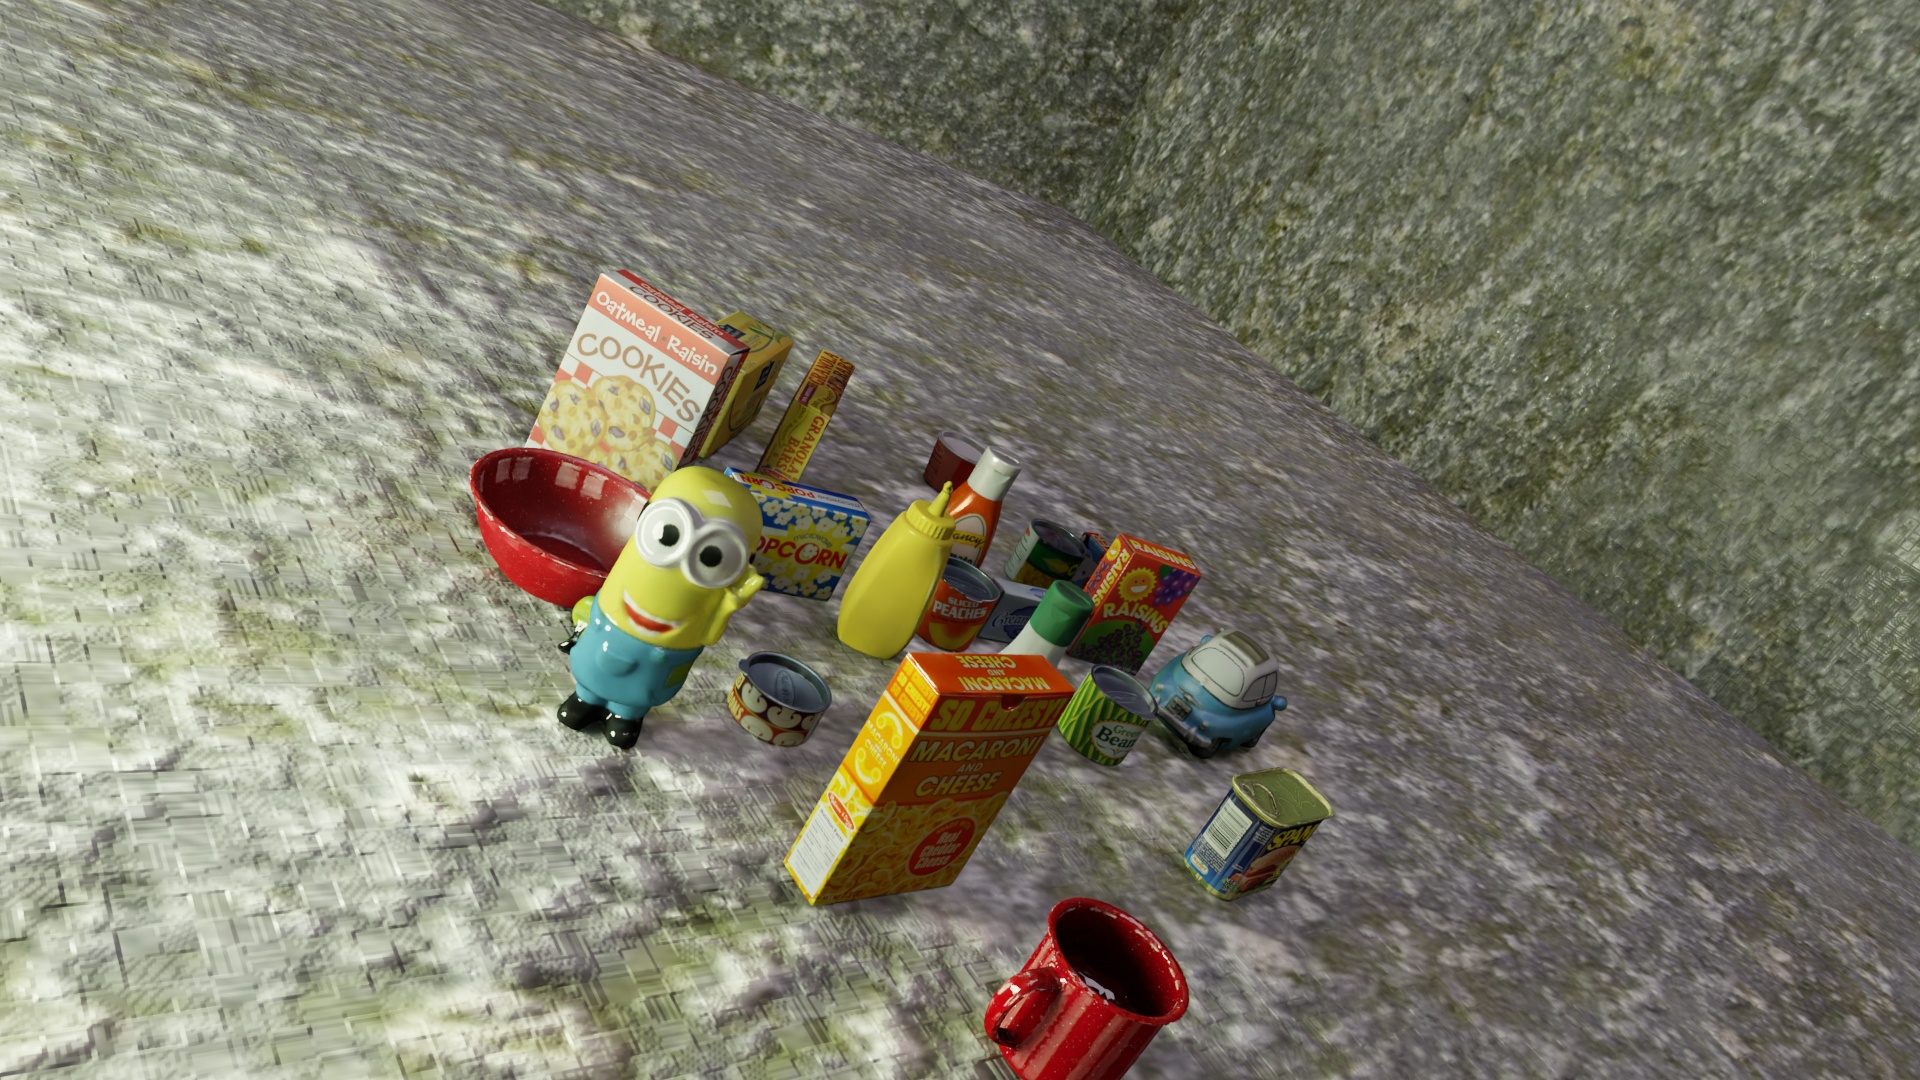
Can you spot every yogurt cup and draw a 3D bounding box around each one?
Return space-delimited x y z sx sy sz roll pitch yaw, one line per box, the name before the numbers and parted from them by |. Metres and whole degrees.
yogurt cup | -0.005 -0.081 1.515 0.072 0.053 0.073 26 22 -11

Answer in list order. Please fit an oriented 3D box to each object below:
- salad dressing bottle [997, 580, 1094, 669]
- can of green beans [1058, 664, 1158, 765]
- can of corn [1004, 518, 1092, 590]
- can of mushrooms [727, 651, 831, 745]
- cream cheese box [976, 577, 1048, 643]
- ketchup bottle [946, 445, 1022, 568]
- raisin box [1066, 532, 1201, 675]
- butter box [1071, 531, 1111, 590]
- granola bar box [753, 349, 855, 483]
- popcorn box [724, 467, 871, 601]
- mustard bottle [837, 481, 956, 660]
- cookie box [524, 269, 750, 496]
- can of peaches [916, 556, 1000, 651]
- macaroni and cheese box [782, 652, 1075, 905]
salad dressing bottle | 0.050 0.098 1.064 0.064 0.147 0.044 35 21 10
can of green beans | 0.124 0.147 1.174 0.071 0.057 0.071 26 22 -11
can of corn | 0.089 0.021 1.406 0.071 0.058 0.071 26 22 -11
can of mushrooms | -0.128 0.109 0.966 0.071 0.033 0.071 26 22 -11
cream cheese box | 0.062 0.069 1.271 0.104 0.053 0.024 14 26 -36
ketchup bottle | 0.004 -0.016 1.255 0.065 0.148 0.044 23 22 -18
raisin box | 0.160 0.061 1.320 0.086 0.123 0.040 19 24 -28
butter box | 0.154 0.042 1.451 0.024 0.053 0.104 7 31 -46
granola bar box | -0.149 -0.094 1.262 0.039 0.123 0.166 27 21 -8
popcorn box | -0.146 -0.003 1.121 0.127 0.085 0.038 13 27 -37
mustard bottle | -0.041 0.019 1.104 0.065 0.159 0.049 25 22 -13
cookie box | -0.258 -0.112 1.103 0.123 0.166 0.040 33 21 5
can of peaches | -0.008 0.056 1.205 0.071 0.058 0.071 26 22 -11
macaroni and cheese box | -0.017 0.145 0.848 0.124 0.165 0.040 6 32 -47
